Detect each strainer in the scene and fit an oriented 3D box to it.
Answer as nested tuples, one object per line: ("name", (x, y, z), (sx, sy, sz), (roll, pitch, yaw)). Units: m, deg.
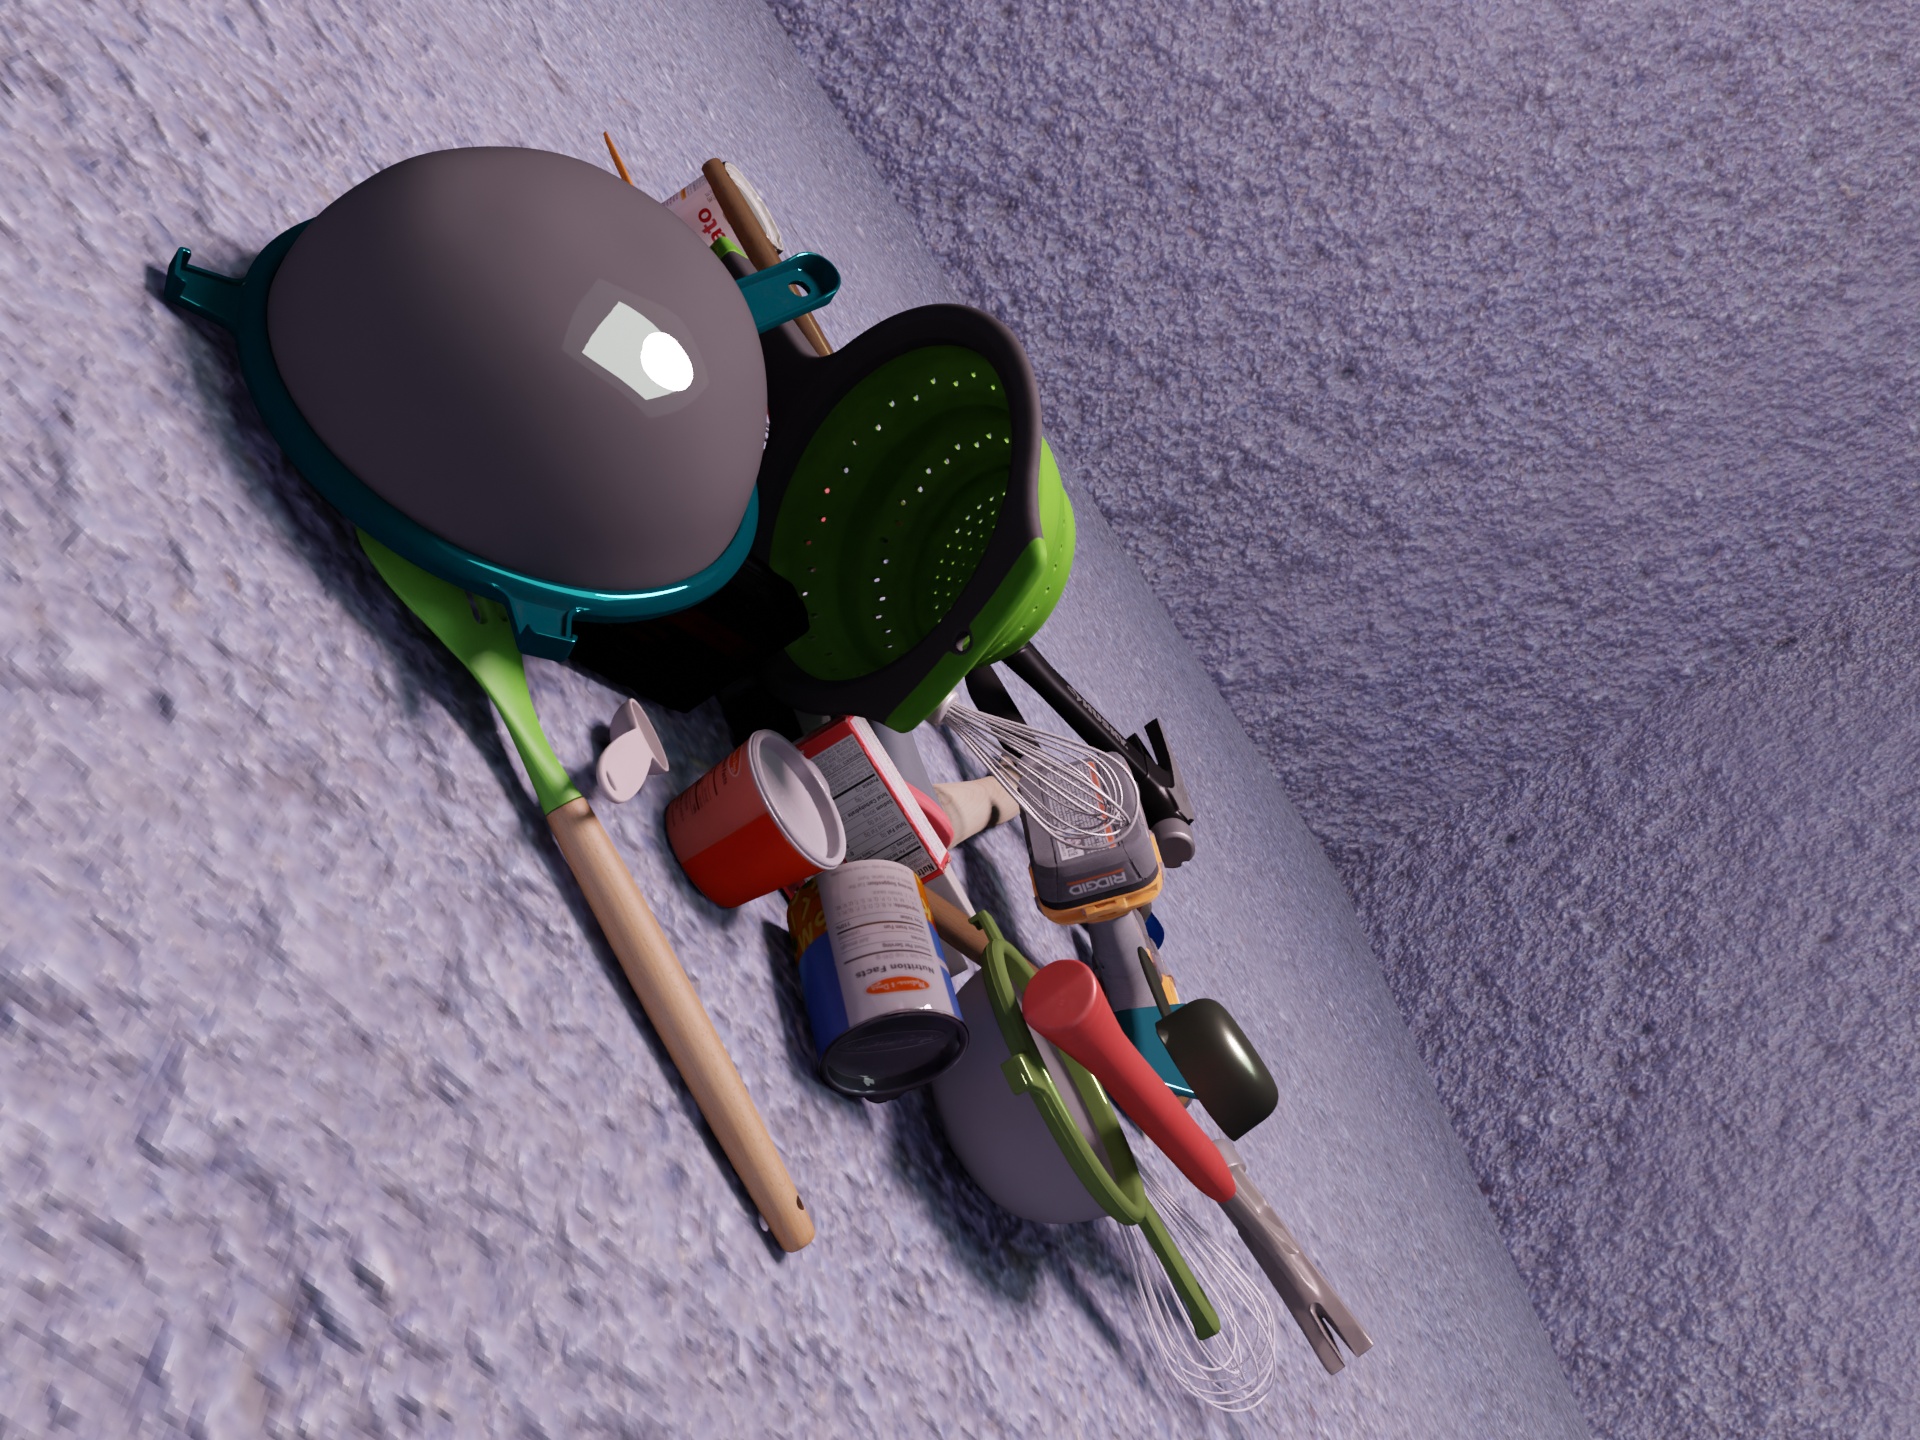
("strainer", (0.051, 0.229, 0.794), (0.256, 0.069, 0.152), (60, 5, -22))
("strainer", (-0.122, -0.173, 0.649), (0.211, 0.095, 0.340), (45, 38, 1))

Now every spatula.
("spatula", (0.048, 0.139, 0.884), (0.317, 0.044, 0.082), (40, 19, -38))

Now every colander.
("colander", (-0.045, -0.140, 0.826), (0.094, 0.204, 0.398), (22, 25, -42))

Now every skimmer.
("skimmer", (0.008, -0.106, 1.221), (0.127, 0.090, 0.364), (45, 12, -50))

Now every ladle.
("ladle", (-0.064, -0.207, 0.956), (0.320, 0.062, 0.078), (60, 11, 5))

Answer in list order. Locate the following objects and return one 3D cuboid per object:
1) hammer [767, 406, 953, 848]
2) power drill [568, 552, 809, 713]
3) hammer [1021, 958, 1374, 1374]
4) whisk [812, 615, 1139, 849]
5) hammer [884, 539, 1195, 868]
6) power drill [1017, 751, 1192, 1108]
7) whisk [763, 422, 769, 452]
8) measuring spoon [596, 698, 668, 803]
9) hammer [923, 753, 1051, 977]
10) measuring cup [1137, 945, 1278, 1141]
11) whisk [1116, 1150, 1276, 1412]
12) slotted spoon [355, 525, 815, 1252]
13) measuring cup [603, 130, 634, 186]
("hammer", (-0.063, -0.082, 0.907), (0.143, 0.038, 0.387), (42, 24, -53))
("power drill", (-0.173, -0.131, 0.727), (0.187, 0.080, 0.227), (35, 25, -61))
("hammer", (0.120, 0.225, 0.821), (0.149, 0.036, 0.358), (53, 0, 43))
("whisk", (-0.002, -0.003, 0.948), (0.246, 0.059, 0.057), (33, -5, 11))
("hammer", (0.051, -0.041, 1.130), (0.334, 0.035, 0.146), (44, 22, -23))
("power drill", (0.103, 0.131, 1.085), (0.186, 0.084, 0.226), (-98, 171, -58))
("whisk", (-0.146, -0.195, 1.030), (0.238, 0.055, 0.055), (46, 19, -31))
("measuring spoon", (-0.135, 0.017, 0.625), (0.124, 0.018, 0.034), (-110, 174, -80))
("hammer", (0.018, 0.065, 1.080), (0.146, 0.038, 0.410), (62, 13, 4))
("measuring cup", (0.137, 0.169, 0.911), (0.083, 0.038, 0.168), (52, 8, -25))
("whisk", (0.092, 0.257, 0.908), (0.285, 0.070, 0.070), (58, 13, 15))
("slotted spoon", (-0.132, 0.054, 0.585), (0.314, 0.031, 0.070), (61, 10, 1))
("measuring cup", (-0.202, -0.272, 0.932), (0.095, 0.052, 0.174), (65, 1, -69))
